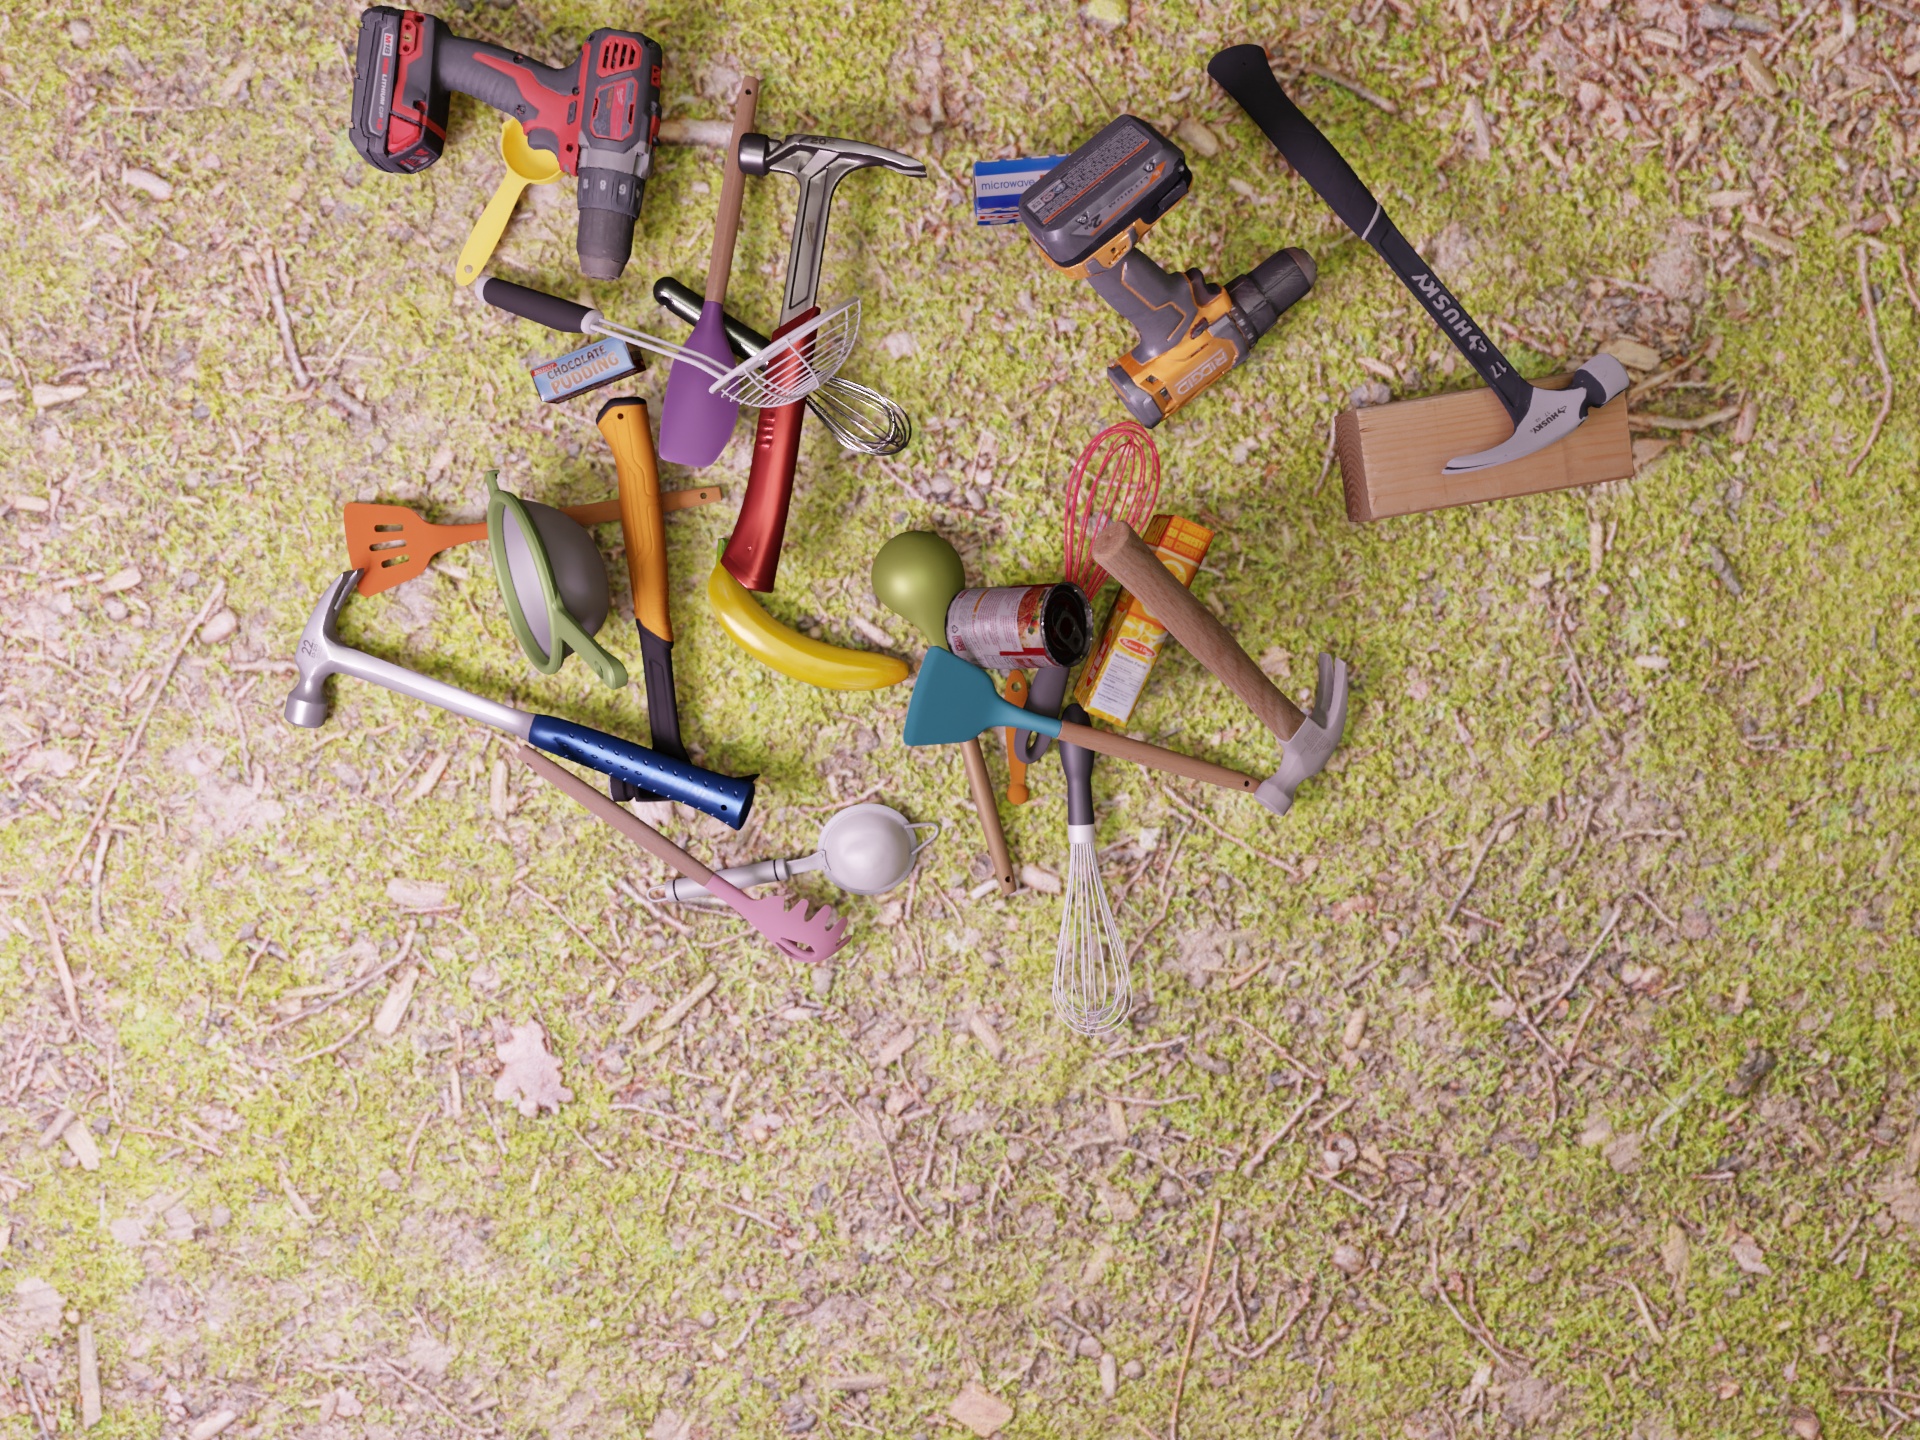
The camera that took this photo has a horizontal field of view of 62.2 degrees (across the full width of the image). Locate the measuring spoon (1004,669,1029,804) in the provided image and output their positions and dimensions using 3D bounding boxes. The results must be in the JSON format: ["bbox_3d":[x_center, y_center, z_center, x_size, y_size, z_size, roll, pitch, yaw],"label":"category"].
[{"bbox_3d":[0.048,0.015,1.351,0.021,0.011,0.117,-1,97,1],"label":"measuring spoon"}]

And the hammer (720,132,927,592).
[{"bbox_3d":[-0.127,-0.279,1.263,0.149,0.037,0.359,9,93,3],"label":"hammer"}]

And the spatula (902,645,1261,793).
[{"bbox_3d":[0.107,0.017,1.304,0.317,0.044,0.082,15,93,-13],"label":"spatula"}]

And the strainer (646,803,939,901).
[{"bbox_3d":[-0.145,0.128,1.358,0.258,0.050,0.086,-12,111,6],"label":"strainer"}]

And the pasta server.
[{"bbox_3d":[-0.227,0.111,1.314,0.316,0.040,0.060,36,133,-12],"label":"pasta server"}]

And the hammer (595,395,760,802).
[{"bbox_3d":[-0.248,-0.097,1.314,0.127,0.034,0.336,-3,102,10],"label":"hammer"}]

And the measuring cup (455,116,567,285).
[{"bbox_3d":[-0.368,-0.424,1.301,0.062,0.029,0.156,32,99,-3],"label":"measuring cup"}]

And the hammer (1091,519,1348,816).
[{"bbox_3d":[0.206,-0.052,1.240,0.331,0.031,0.130,39,85,-39],"label":"hammer"}]

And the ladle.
[{"bbox_3d":[-0.002,-0.004,1.341,0.078,0.062,0.320,-19,104,-14],"label":"ladle"}]

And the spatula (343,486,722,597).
[{"bbox_3d":[-0.360,-0.166,1.335,0.322,0.041,0.081,-9,97,-2],"label":"spatula"}]

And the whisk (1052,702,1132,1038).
[{"bbox_3d":[0.105,0.127,1.345,0.070,0.070,0.284,-3,91,2],"label":"whisk"}]

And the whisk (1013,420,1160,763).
[{"bbox_3d":[0.096,-0.103,1.313,0.073,0.073,0.296,17,101,-1],"label":"whisk"}]

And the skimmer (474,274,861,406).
[{"bbox_3d":[-0.239,-0.318,1.220,0.363,0.127,0.090,22,133,24],"label":"skimmer"}]

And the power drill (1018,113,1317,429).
[{"bbox_3d":[0.167,-0.353,1.223,0.185,0.084,0.226,-37,136,7],"label":"power drill"}]

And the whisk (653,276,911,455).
[{"bbox_3d":[-0.147,-0.292,1.306,0.246,0.057,0.059,33,62,0],"label":"whisk"}]

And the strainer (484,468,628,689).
[{"bbox_3d":[-0.294,-0.093,1.239,0.069,0.257,0.151,-19,127,-28],"label":"strainer"}]

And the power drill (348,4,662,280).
[{"bbox_3d":[-0.351,-0.453,1.245,0.226,0.080,0.188,8,97,-3],"label":"power drill"}]

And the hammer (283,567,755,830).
[{"bbox_3d":[-0.363,-0.002,1.318,0.405,0.035,0.144,19,104,5],"label":"hammer"}]

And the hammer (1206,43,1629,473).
[{"bbox_3d":[0.327,-0.369,1.235,0.149,0.036,0.409,-36,79,-2],"label":"hammer"}]

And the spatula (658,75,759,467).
[{"bbox_3d":[-0.192,-0.361,1.280,0.059,0.018,0.316,9,90,-8],"label":"spatula"}]
